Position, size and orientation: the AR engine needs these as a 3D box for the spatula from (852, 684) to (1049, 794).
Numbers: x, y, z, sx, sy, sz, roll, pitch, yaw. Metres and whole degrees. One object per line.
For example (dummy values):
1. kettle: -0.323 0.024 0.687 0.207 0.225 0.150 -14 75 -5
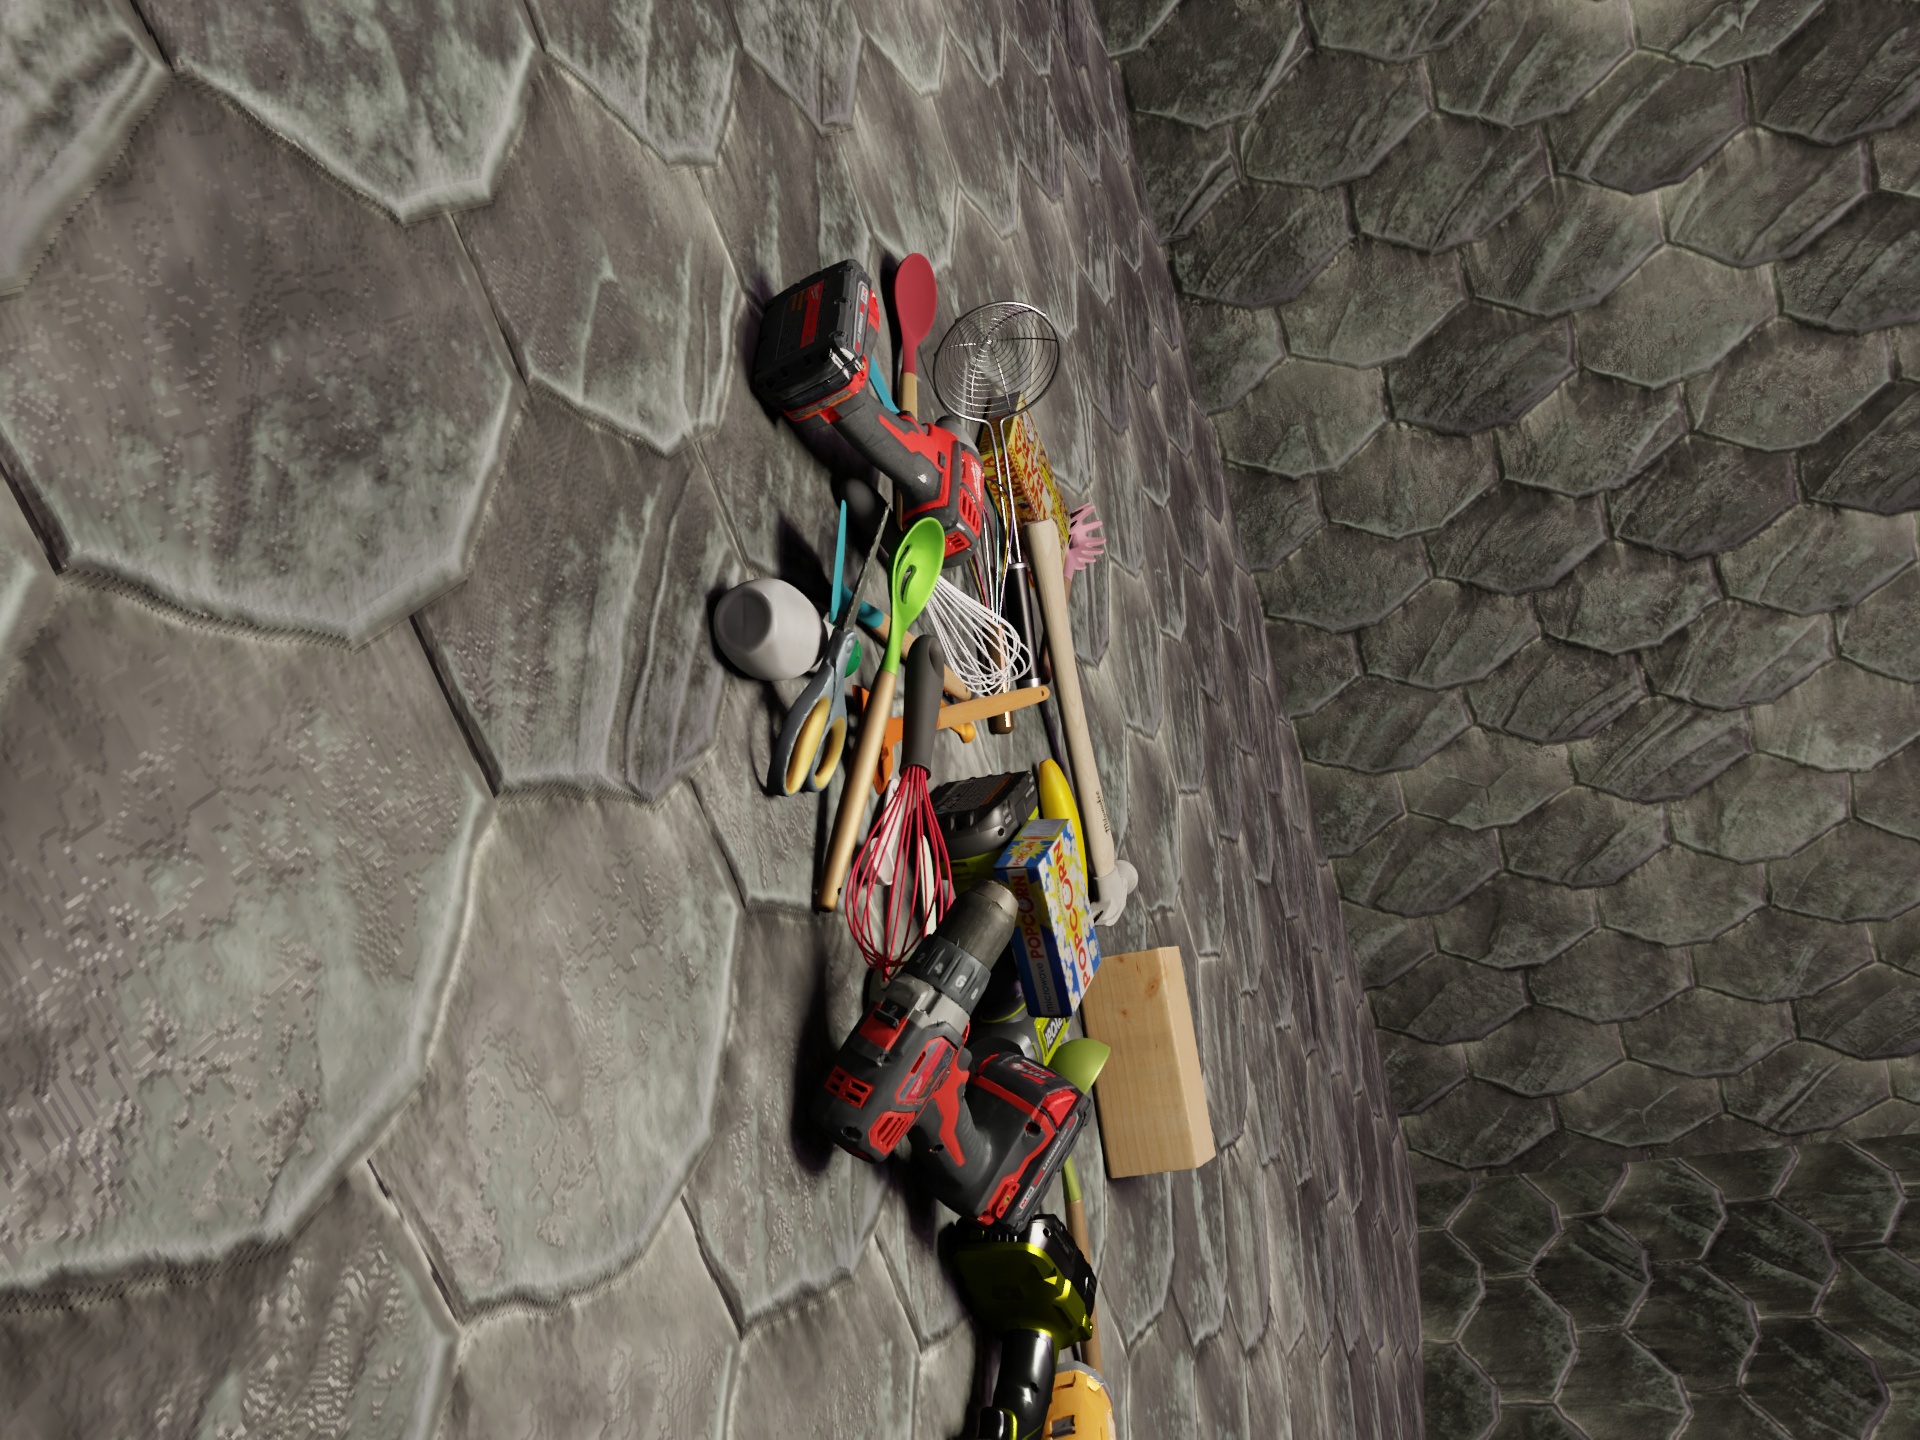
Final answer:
1. spatula: -0.002 -0.004 1.264 0.322 0.041 0.081 -15 92 -58

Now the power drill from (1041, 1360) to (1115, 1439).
1. power drill: 0.114 0.618 1.170 0.185 0.084 0.226 -88 157 -66

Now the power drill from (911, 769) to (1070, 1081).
1. power drill: 0.038 0.162 1.276 0.190 0.080 0.228 -41 120 -67

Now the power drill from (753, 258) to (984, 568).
1. power drill: -0.055 -0.229 1.196 0.219 0.078 0.143 46 35 -41

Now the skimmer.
1. skimmer: 0.051 -0.208 1.512 0.090 0.127 0.363 -169 -109 -75

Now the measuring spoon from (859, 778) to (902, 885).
1. measuring spoon: -0.058 0.079 1.156 0.034 0.018 0.124 61 18 -24

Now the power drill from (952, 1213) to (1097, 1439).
1. power drill: 0.030 0.456 1.075 0.223 0.080 0.171 -77 150 -45

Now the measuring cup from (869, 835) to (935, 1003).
1. measuring cup: -0.037 0.160 1.124 0.083 0.038 0.168 50 31 -53

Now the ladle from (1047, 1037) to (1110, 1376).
1. ladle: 0.107 0.417 1.305 0.078 0.062 0.320 -36 120 -75

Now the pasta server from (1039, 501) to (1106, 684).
1. pasta server: 0.118 -0.140 1.739 0.060 0.040 0.316 62 26 -31

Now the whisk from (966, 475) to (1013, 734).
1. whisk: 0.024 -0.108 1.466 0.047 0.051 0.245 4 78 -48

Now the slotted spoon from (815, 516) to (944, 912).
1. slotted spoon: -0.059 -0.011 1.111 0.070 0.031 0.314 63 34 -54

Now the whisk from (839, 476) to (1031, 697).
1. whisk: -0.022 -0.108 1.310 0.284 0.070 0.070 49 34 -46

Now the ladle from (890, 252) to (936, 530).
1. ladle: -0.045 -0.278 1.385 0.069 0.031 0.316 42 42 -52

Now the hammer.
1. hammer: 0.112 0.004 1.598 0.146 0.038 0.410 -38 118 -67

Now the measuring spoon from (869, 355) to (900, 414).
1. measuring spoon: -0.075 -0.276 1.322 0.128 0.021 0.042 65 31 -8

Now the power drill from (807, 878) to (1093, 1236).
1. power drill: 0.007 0.225 1.046 0.188 0.080 0.226 -56 141 -17

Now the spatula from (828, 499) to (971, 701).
1. spatula: -0.045 -0.068 1.225 0.317 0.044 0.082 39 52 -62

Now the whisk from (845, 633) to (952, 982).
1. whisk: -0.034 0.052 1.109 0.073 0.073 0.296 58 28 -44

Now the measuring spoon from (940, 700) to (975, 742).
1. measuring spoon: -0.011 -0.009 1.334 0.116 0.011 0.021 44 38 -57
